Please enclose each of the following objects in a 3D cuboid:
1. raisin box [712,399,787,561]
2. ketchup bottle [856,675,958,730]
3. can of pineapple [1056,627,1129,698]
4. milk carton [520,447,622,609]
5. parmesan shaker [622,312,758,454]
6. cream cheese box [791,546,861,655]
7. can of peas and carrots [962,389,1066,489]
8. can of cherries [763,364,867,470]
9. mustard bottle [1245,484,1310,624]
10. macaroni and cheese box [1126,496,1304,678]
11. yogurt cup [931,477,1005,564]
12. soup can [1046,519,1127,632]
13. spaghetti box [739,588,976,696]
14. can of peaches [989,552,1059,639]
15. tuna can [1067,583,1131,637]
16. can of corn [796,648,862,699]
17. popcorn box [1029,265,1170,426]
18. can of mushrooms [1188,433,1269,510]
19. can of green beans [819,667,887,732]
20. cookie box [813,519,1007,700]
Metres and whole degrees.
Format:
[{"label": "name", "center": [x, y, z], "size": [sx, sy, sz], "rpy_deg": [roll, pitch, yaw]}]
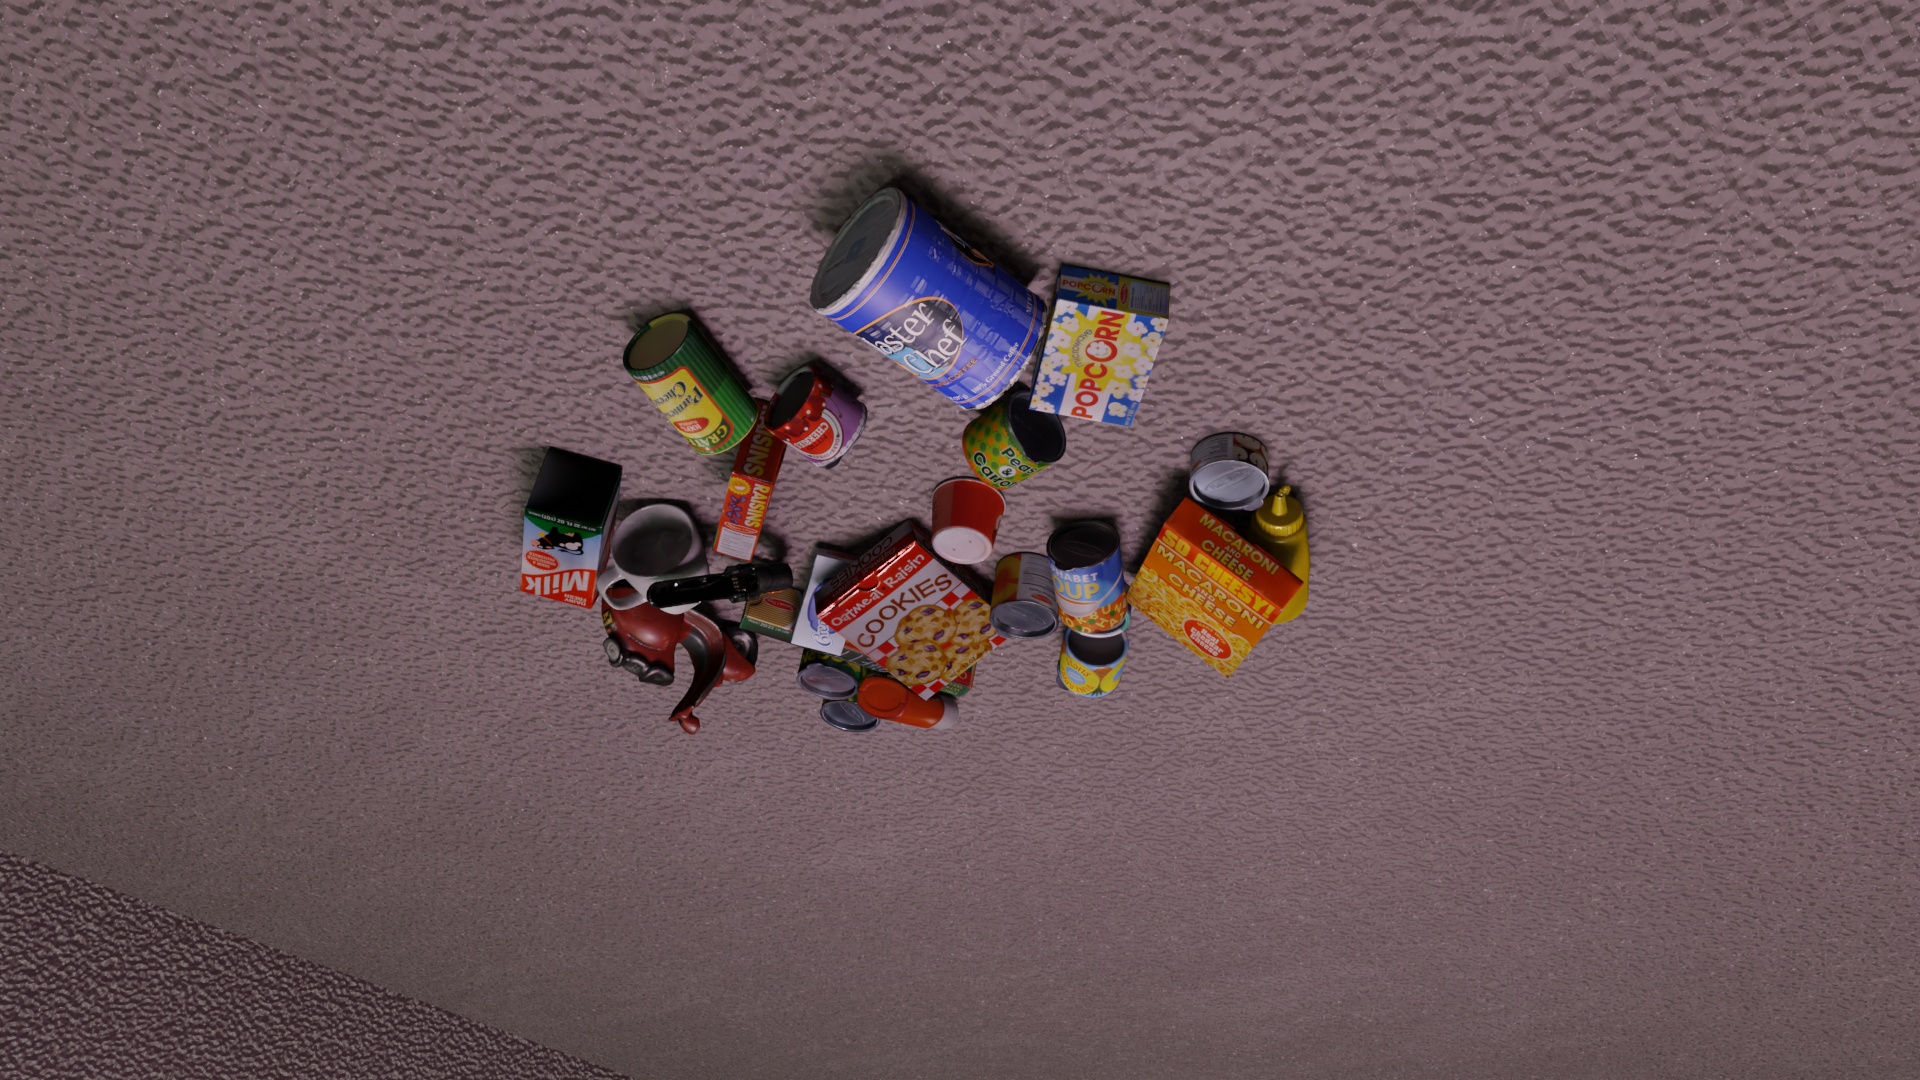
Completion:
[{"label": "raisin box", "center": [-0.181, -0.051, 1.214], "size": [0.040, 0.086, 0.122], "rpy_deg": [16, 143, -8]}, {"label": "ketchup bottle", "center": [-0.050, 0.177, 1.487], "size": [0.065, 0.043, 0.148], "rpy_deg": [13, 173, 28]}, {"label": "can of pineapple", "center": [0.131, 0.116, 1.388], "size": [0.071, 0.071, 0.057], "rpy_deg": [7, 142, 2]}, {"label": "milk carton", "center": [-0.376, 0.002, 1.335], "size": [0.072, 0.074, 0.189], "rpy_deg": [15, 143, -8]}, {"label": "parmesan shaker", "center": [-0.223, -0.127, 1.138], "size": [0.071, 0.072, 0.102], "rpy_deg": [-11, 139, 24]}, {"label": "cream cheese box", "center": [-0.129, 0.059, 1.363], "size": [0.053, 0.024, 0.103], "rpy_deg": [14, 113, -9]}, {"label": "can of peas and carrots", "center": [0.043, -0.080, 1.142], "size": [0.071, 0.071, 0.058], "rpy_deg": [32, 138, -28]}, {"label": "can of cherries", "center": [-0.120, -0.101, 1.147], "size": [0.071, 0.072, 0.058], "rpy_deg": [-25, 132, 37]}, {"label": "mustard bottle", "center": [0.277, 0.006, 1.216], "size": [0.049, 0.065, 0.159], "rpy_deg": [-18, 137, -6]}, {"label": "macaroni and cheese box", "center": [0.220, 0.044, 1.230], "size": [0.124, 0.040, 0.165], "rpy_deg": [38, 156, 12]}, {"label": "yogurt cup", "center": [0.004, -0.016, 1.250], "size": [0.072, 0.054, 0.072], "rpy_deg": [6, 142, 4]}, {"label": "soup can", "center": [0.115, 0.035, 1.267], "size": [0.071, 0.072, 0.083], "rpy_deg": [-2, 130, 14]}, {"label": "spaghetti box", "center": [-0.102, 0.101, 1.431], "size": [0.250, 0.050, 0.028], "rpy_deg": [19, 144, -14]}, {"label": "can of peaches", "center": [0.062, 0.054, 1.329], "size": [0.071, 0.058, 0.071], "rpy_deg": [5, 144, 4]}, {"label": "tuna can", "center": [0.132, 0.063, 1.346], "size": [0.071, 0.033, 0.070], "rpy_deg": [5, 144, 4]}, {"label": "can of corn", "center": [-0.136, 0.125, 1.462], "size": [0.071, 0.058, 0.070], "rpy_deg": [6, 143, 4]}, {"label": "popcorn box", "center": [0.105, -0.146, 1.068], "size": [0.085, 0.038, 0.126], "rpy_deg": [10, 143, -2]}, {"label": "can of mushrooms", "center": [0.227, -0.056, 1.168], "size": [0.071, 0.034, 0.070], "rpy_deg": [5, 143, 4]}, {"label": "can of green beans", "center": [-0.116, 0.168, 1.516], "size": [0.071, 0.058, 0.071], "rpy_deg": [6, 143, 4]}, {"label": "cookie box", "center": [-0.042, 0.070, 1.346], "size": [0.123, 0.040, 0.167], "rpy_deg": [-38, 127, 13]}]
